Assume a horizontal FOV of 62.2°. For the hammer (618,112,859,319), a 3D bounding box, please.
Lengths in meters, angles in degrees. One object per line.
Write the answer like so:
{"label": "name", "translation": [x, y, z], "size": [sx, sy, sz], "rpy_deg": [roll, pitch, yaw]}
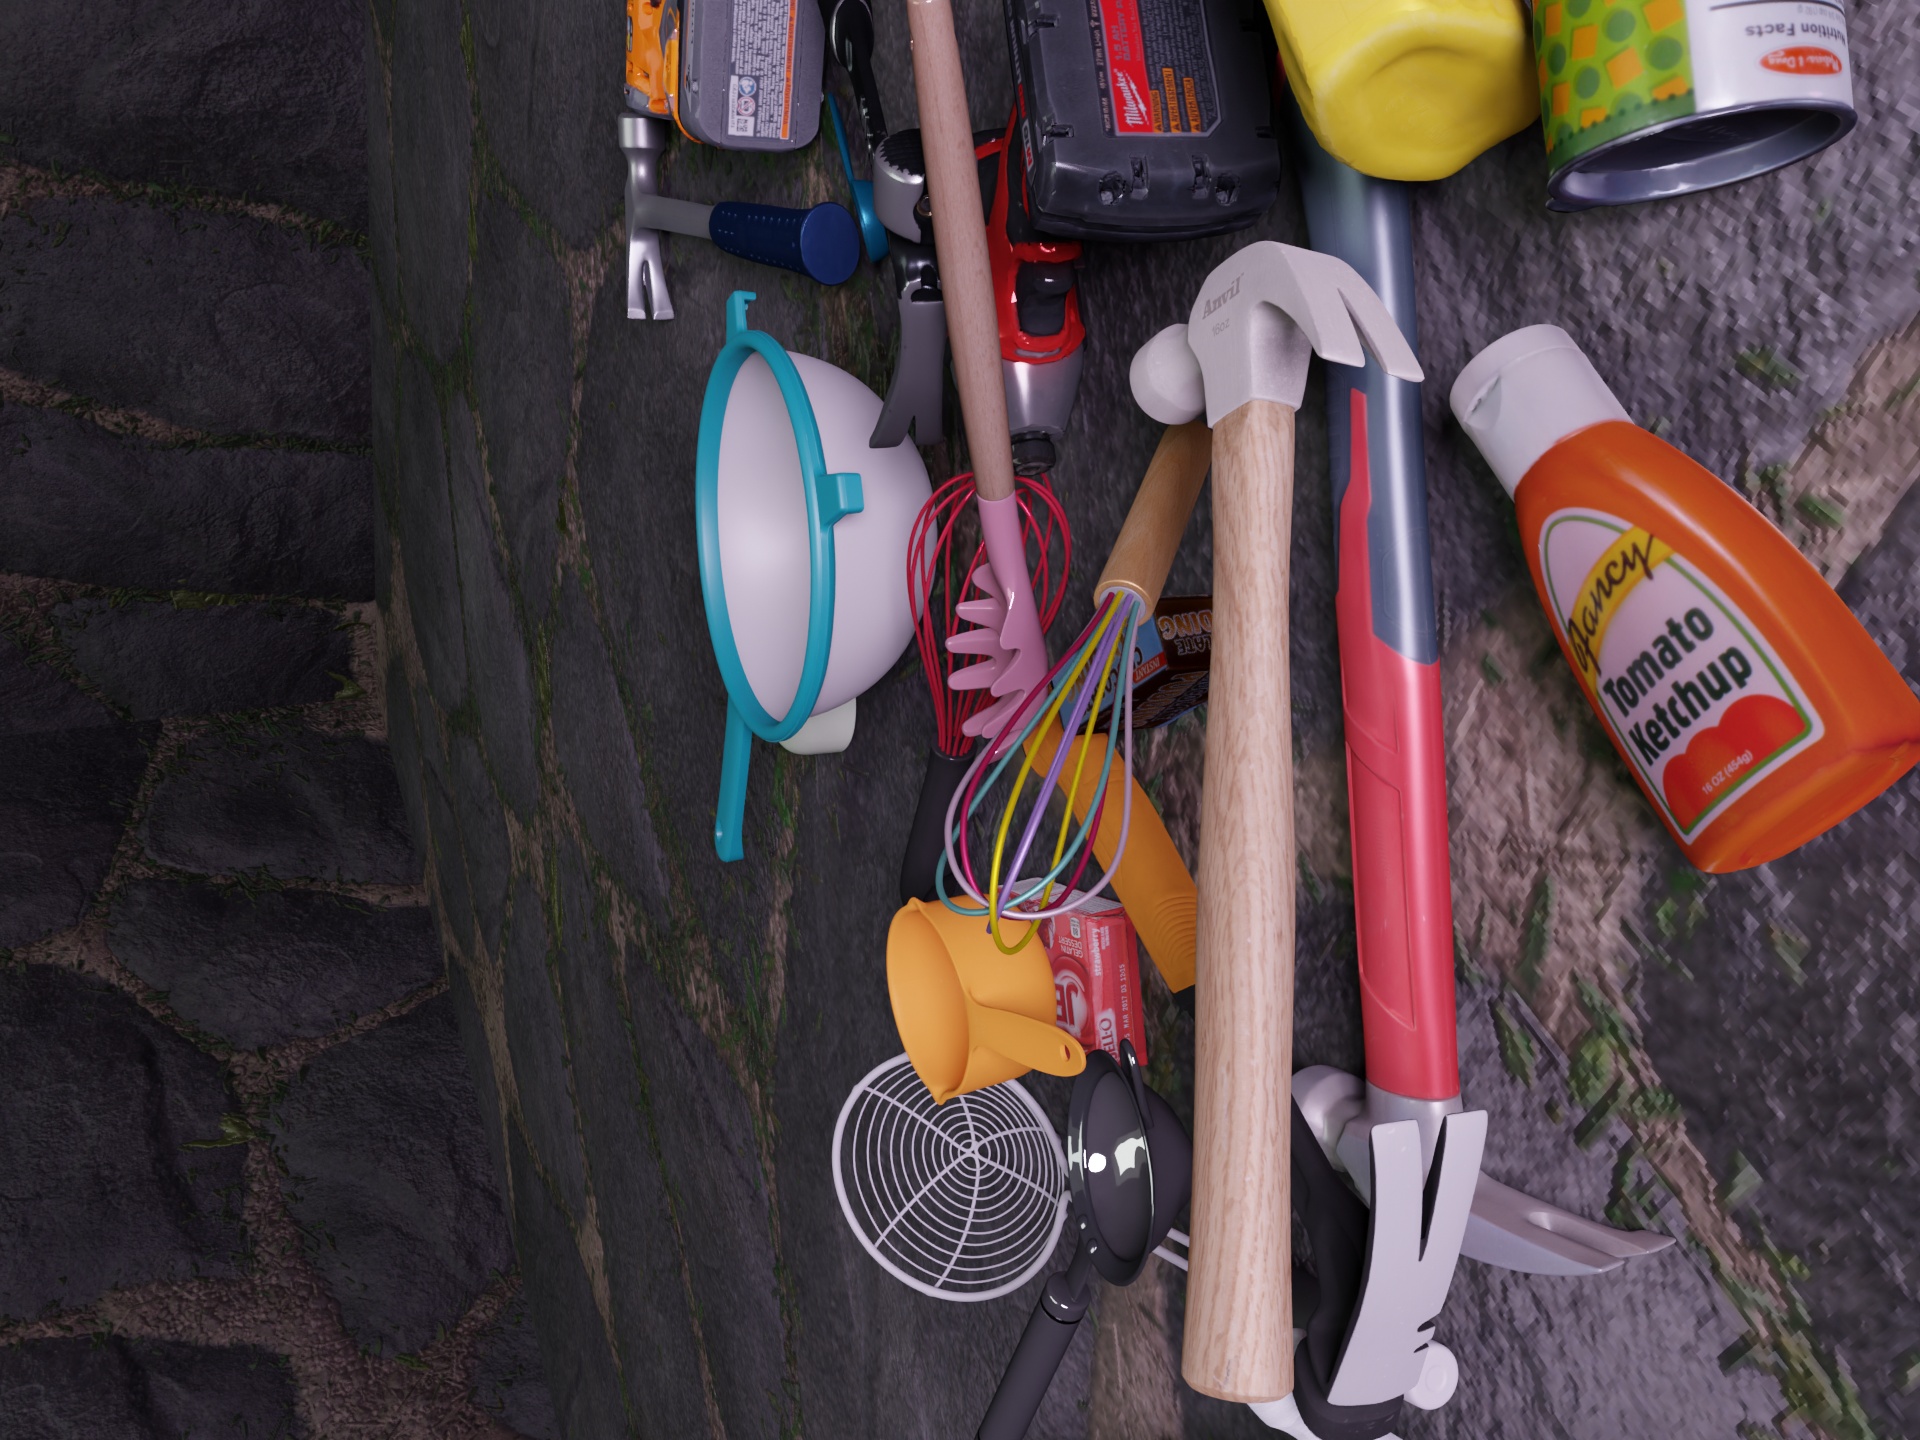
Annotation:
{"label": "hammer", "translation": [-0.154, -0.309, 1.010], "size": [0.406, 0.035, 0.144], "rpy_deg": [-143, 51, -58]}

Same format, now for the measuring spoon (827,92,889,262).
{"label": "measuring spoon", "translation": [-0.051, -0.295, 0.845], "size": [0.042, 0.021, 0.129], "rpy_deg": [77, 178, -57]}

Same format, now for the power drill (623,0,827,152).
{"label": "power drill", "translation": [-0.146, -0.426, 0.930], "size": [0.227, 0.084, 0.164], "rpy_deg": [-130, 41, -54]}

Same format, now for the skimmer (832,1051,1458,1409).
{"label": "skimmer", "translation": [0.053, 0.226, 0.683], "size": [0.363, 0.090, 0.127], "rpy_deg": [-2, 93, 64]}

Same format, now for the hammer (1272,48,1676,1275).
{"label": "hammer", "translation": [0.143, -0.028, 0.493], "size": [0.143, 0.038, 0.386], "rpy_deg": [5, 102, 62]}

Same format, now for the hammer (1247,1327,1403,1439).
{"label": "hammer", "translation": [0.102, 0.314, 0.635], "size": [0.128, 0.033, 0.331], "rpy_deg": [48, 152, 9]}

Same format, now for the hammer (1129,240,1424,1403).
{"label": "hammer", "translation": [0.084, 0.020, 0.460], "size": [0.130, 0.031, 0.331], "rpy_deg": [153, 121, -70]}

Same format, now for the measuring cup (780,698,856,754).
{"label": "measuring cup", "translation": [-0.113, -0.051, 1.004], "size": [0.168, 0.038, 0.083], "rpy_deg": [63, 148, 30]}

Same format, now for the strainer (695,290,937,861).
{"label": "strainer", "translation": [-0.080, -0.050, 0.880], "size": [0.211, 0.095, 0.340], "rpy_deg": [-119, 31, -42]}

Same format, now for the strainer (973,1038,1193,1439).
{"label": "strainer", "translation": [0.046, 0.224, 0.636], "size": [0.087, 0.050, 0.258], "rpy_deg": [-112, 35, -53]}

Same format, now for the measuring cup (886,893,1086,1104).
{"label": "measuring cup", "translation": [0.026, 0.123, 0.685], "size": [0.174, 0.052, 0.095], "rpy_deg": [2, 100, 63]}

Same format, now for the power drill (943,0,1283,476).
{"label": "power drill", "translation": [0.037, -0.187, 0.591], "size": [0.219, 0.078, 0.143], "rpy_deg": [139, 126, -74]}

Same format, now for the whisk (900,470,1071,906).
{"label": "whisk", "translation": [-0.001, -0.002, 0.773], "size": [0.295, 0.073, 0.073], "rpy_deg": [100, 149, -42]}

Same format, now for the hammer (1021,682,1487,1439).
{"label": "hammer", "translation": [0.081, 0.076, 0.576], "size": [0.337, 0.034, 0.127], "rpy_deg": [-115, 24, -54]}

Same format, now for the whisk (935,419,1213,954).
{"label": "whisk", "translation": [0.048, -0.022, 0.535], "size": [0.051, 0.245, 0.047], "rpy_deg": [-19, 123, 40]}

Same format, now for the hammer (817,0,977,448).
{"label": "hammer", "translation": [-0.045, -0.294, 0.715], "size": [0.149, 0.036, 0.409], "rpy_deg": [96, 167, -51]}

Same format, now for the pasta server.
{"label": "pasta server", "translation": [0.003, -0.105, 0.588], "size": [0.060, 0.040, 0.315], "rpy_deg": [-111, 8, -46]}
